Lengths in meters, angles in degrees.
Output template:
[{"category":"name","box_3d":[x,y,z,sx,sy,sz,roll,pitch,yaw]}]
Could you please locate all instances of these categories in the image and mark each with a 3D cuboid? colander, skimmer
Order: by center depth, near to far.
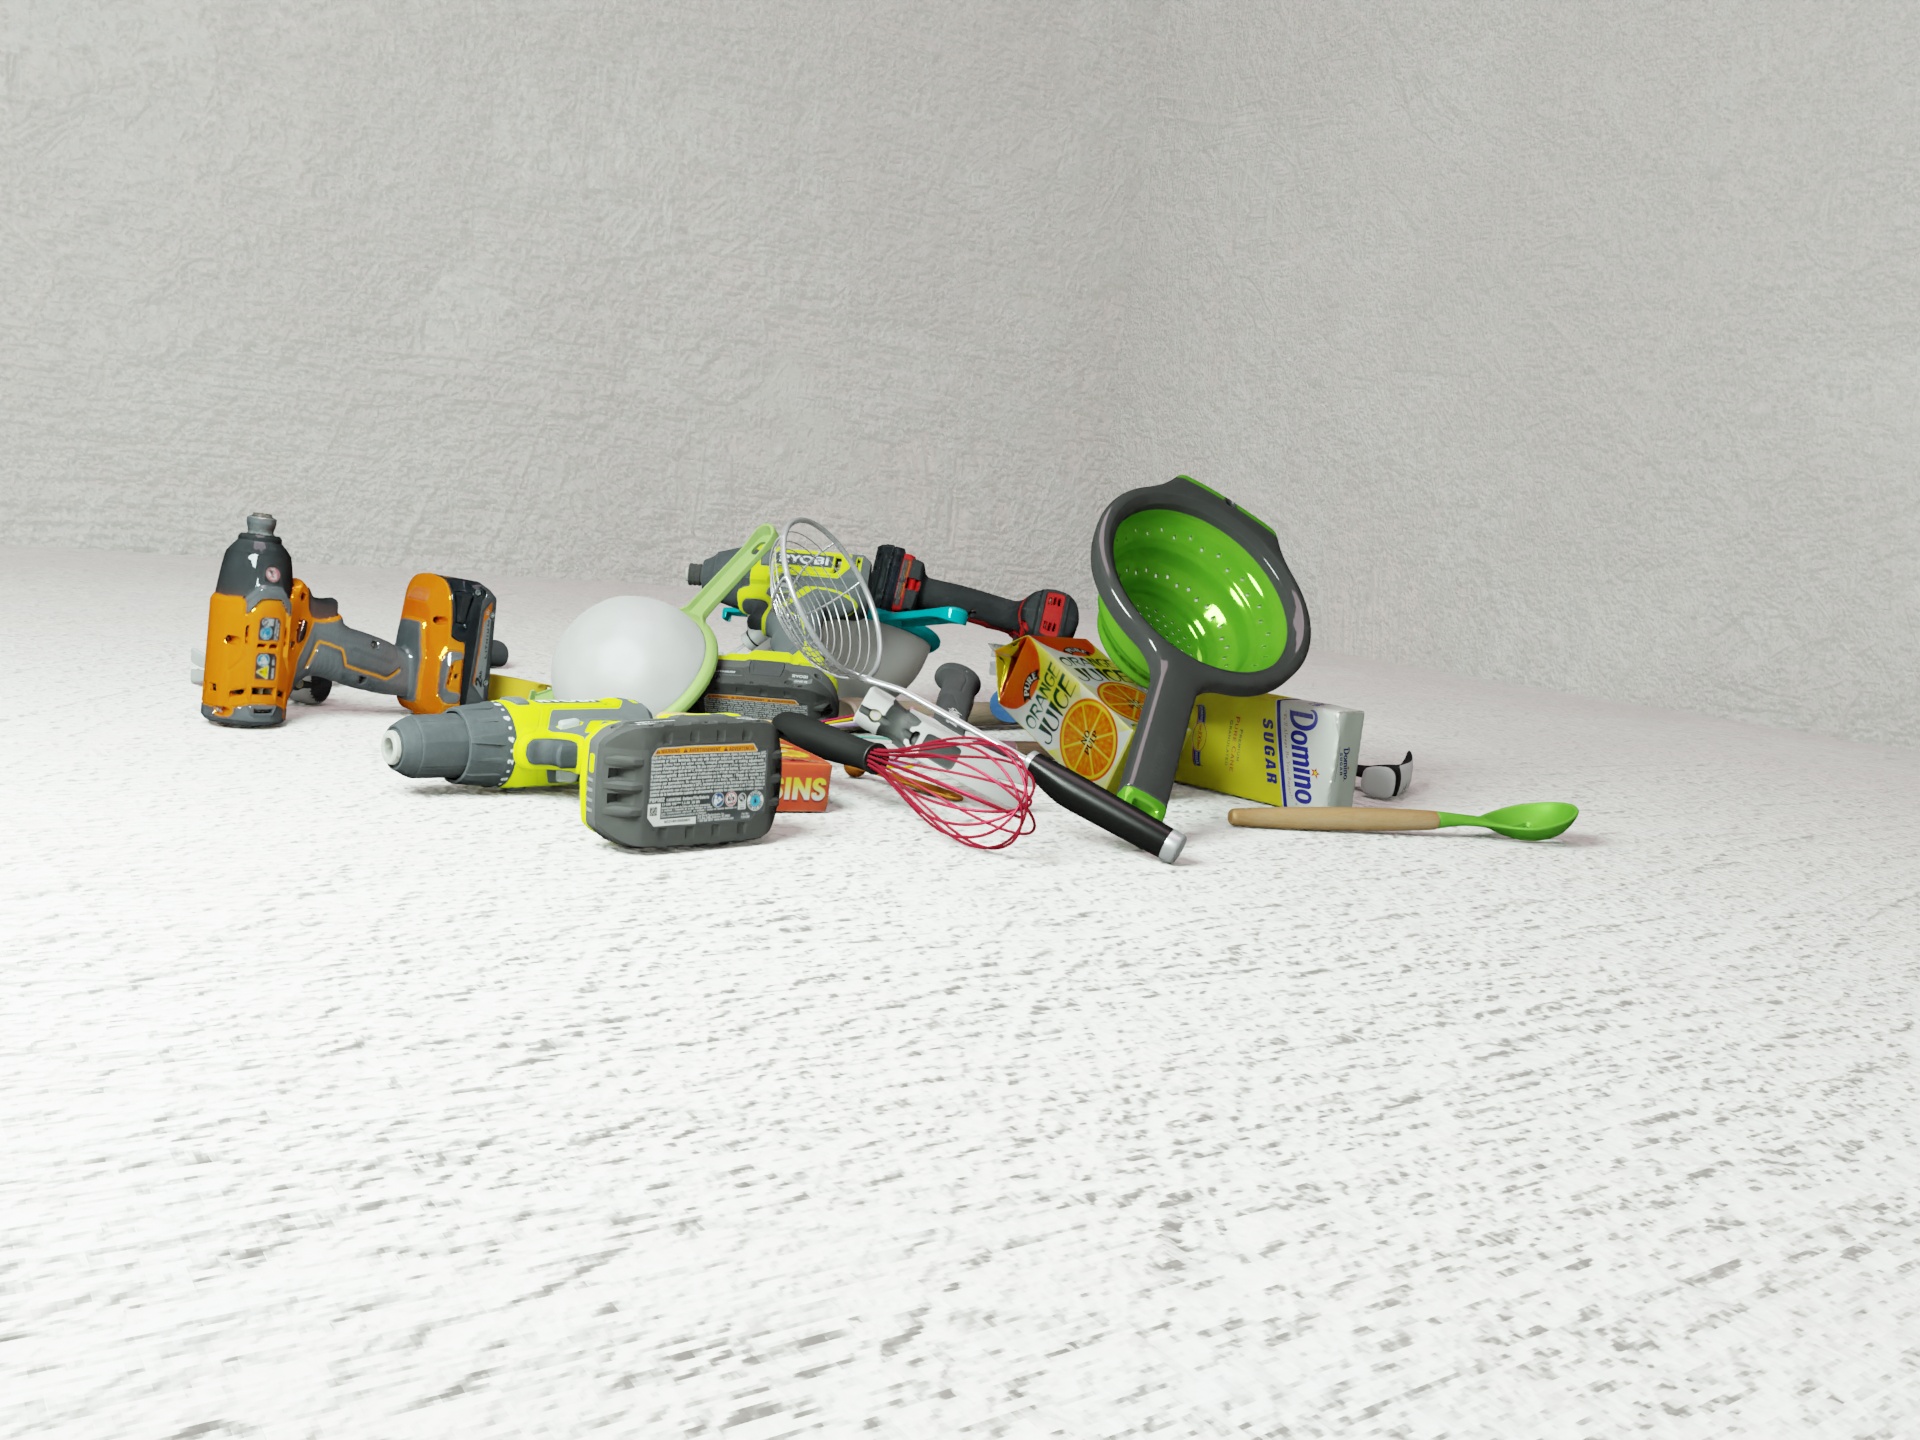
[{"category":"skimmer","box_3d":[0.012,-0.025,1.125,0.363,0.090,0.127,30,13,18]},{"category":"colander","box_3d":[0.158,-0.033,1.269,0.204,0.094,0.397,30,47,-8]}]

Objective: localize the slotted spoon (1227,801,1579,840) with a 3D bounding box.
[{"category":"slotted spoon","box_3d":[0.360,0.080,1.288,0.313,0.031,0.070,2,8,-17]}]

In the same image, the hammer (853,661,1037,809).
[{"category":"hammer","box_3d":[-0.002,-0.004,1.336,0.146,0.035,0.335,29,10,-2]}]

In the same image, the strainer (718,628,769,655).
[{"category":"strainer","box_3d":[-0.210,-0.072,1.550,0.258,0.050,0.087,-34,16,15]}]

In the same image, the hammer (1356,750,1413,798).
[{"category":"hammer","box_3d":[0.275,0.029,1.578,0.337,0.034,0.127,9,9,25]}]

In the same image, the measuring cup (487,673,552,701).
[{"category":"measuring cup","box_3d":[-0.380,-0.018,1.486,0.062,0.029,0.156,11,-3,32]}]

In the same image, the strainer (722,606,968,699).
[{"category":"strainer","box_3d":[-0.097,-0.061,1.596,0.210,0.095,0.340,16,-9,-31]}]

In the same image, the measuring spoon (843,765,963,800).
[{"category":"measuring spoon","box_3d":[-0.046,0.051,1.259,0.117,0.011,0.021,15,10,33]}]

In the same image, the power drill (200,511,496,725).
[{"category":"power drill","box_3d":[-0.496,-0.079,1.294,0.084,0.164,0.226,11,7,39]}]

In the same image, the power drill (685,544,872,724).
[{"category":"power drill","box_3d":[-0.174,-0.075,1.419,0.171,0.080,0.223,5,41,0]}]

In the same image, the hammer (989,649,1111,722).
[{"category":"hammer","box_3d":[0.075,-0.040,1.647,0.144,0.035,0.405,7,8,9]}]

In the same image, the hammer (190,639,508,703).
[{"category":"hammer","box_3d":[-0.570,-0.057,1.561,0.149,0.036,0.409,7,7,14]}]

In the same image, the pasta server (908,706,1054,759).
[{"category":"pasta server","box_3d":[0.073,0.020,1.472,0.316,0.040,0.060,3,19,-29]}]

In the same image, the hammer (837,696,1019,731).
[{"category":"hammer","box_3d":[0.044,-0.006,1.660,0.410,0.038,0.146,-2,12,-43]}]

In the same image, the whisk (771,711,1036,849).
[{"category":"whisk","box_3d":[-0.048,0.031,1.130,0.073,0.073,0.296,0,11,-40]}]

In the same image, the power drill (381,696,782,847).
[{"category":"power drill","box_3d":[-0.245,0.025,1.038,0.229,0.080,0.190,9,8,44]}]

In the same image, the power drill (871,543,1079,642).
[{"category":"power drill","box_3d":[0.013,-0.115,1.679,0.219,0.078,0.143,13,-8,1]}]

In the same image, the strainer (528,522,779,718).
[{"category":"strainer","box_3d":[-0.248,-0.091,1.327,0.152,0.256,0.069,23,-27,38]}]

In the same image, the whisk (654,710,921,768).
[{"category":"whisk","box_3d":[-0.134,0.010,1.304,0.244,0.047,0.051,5,0,-31]}]
